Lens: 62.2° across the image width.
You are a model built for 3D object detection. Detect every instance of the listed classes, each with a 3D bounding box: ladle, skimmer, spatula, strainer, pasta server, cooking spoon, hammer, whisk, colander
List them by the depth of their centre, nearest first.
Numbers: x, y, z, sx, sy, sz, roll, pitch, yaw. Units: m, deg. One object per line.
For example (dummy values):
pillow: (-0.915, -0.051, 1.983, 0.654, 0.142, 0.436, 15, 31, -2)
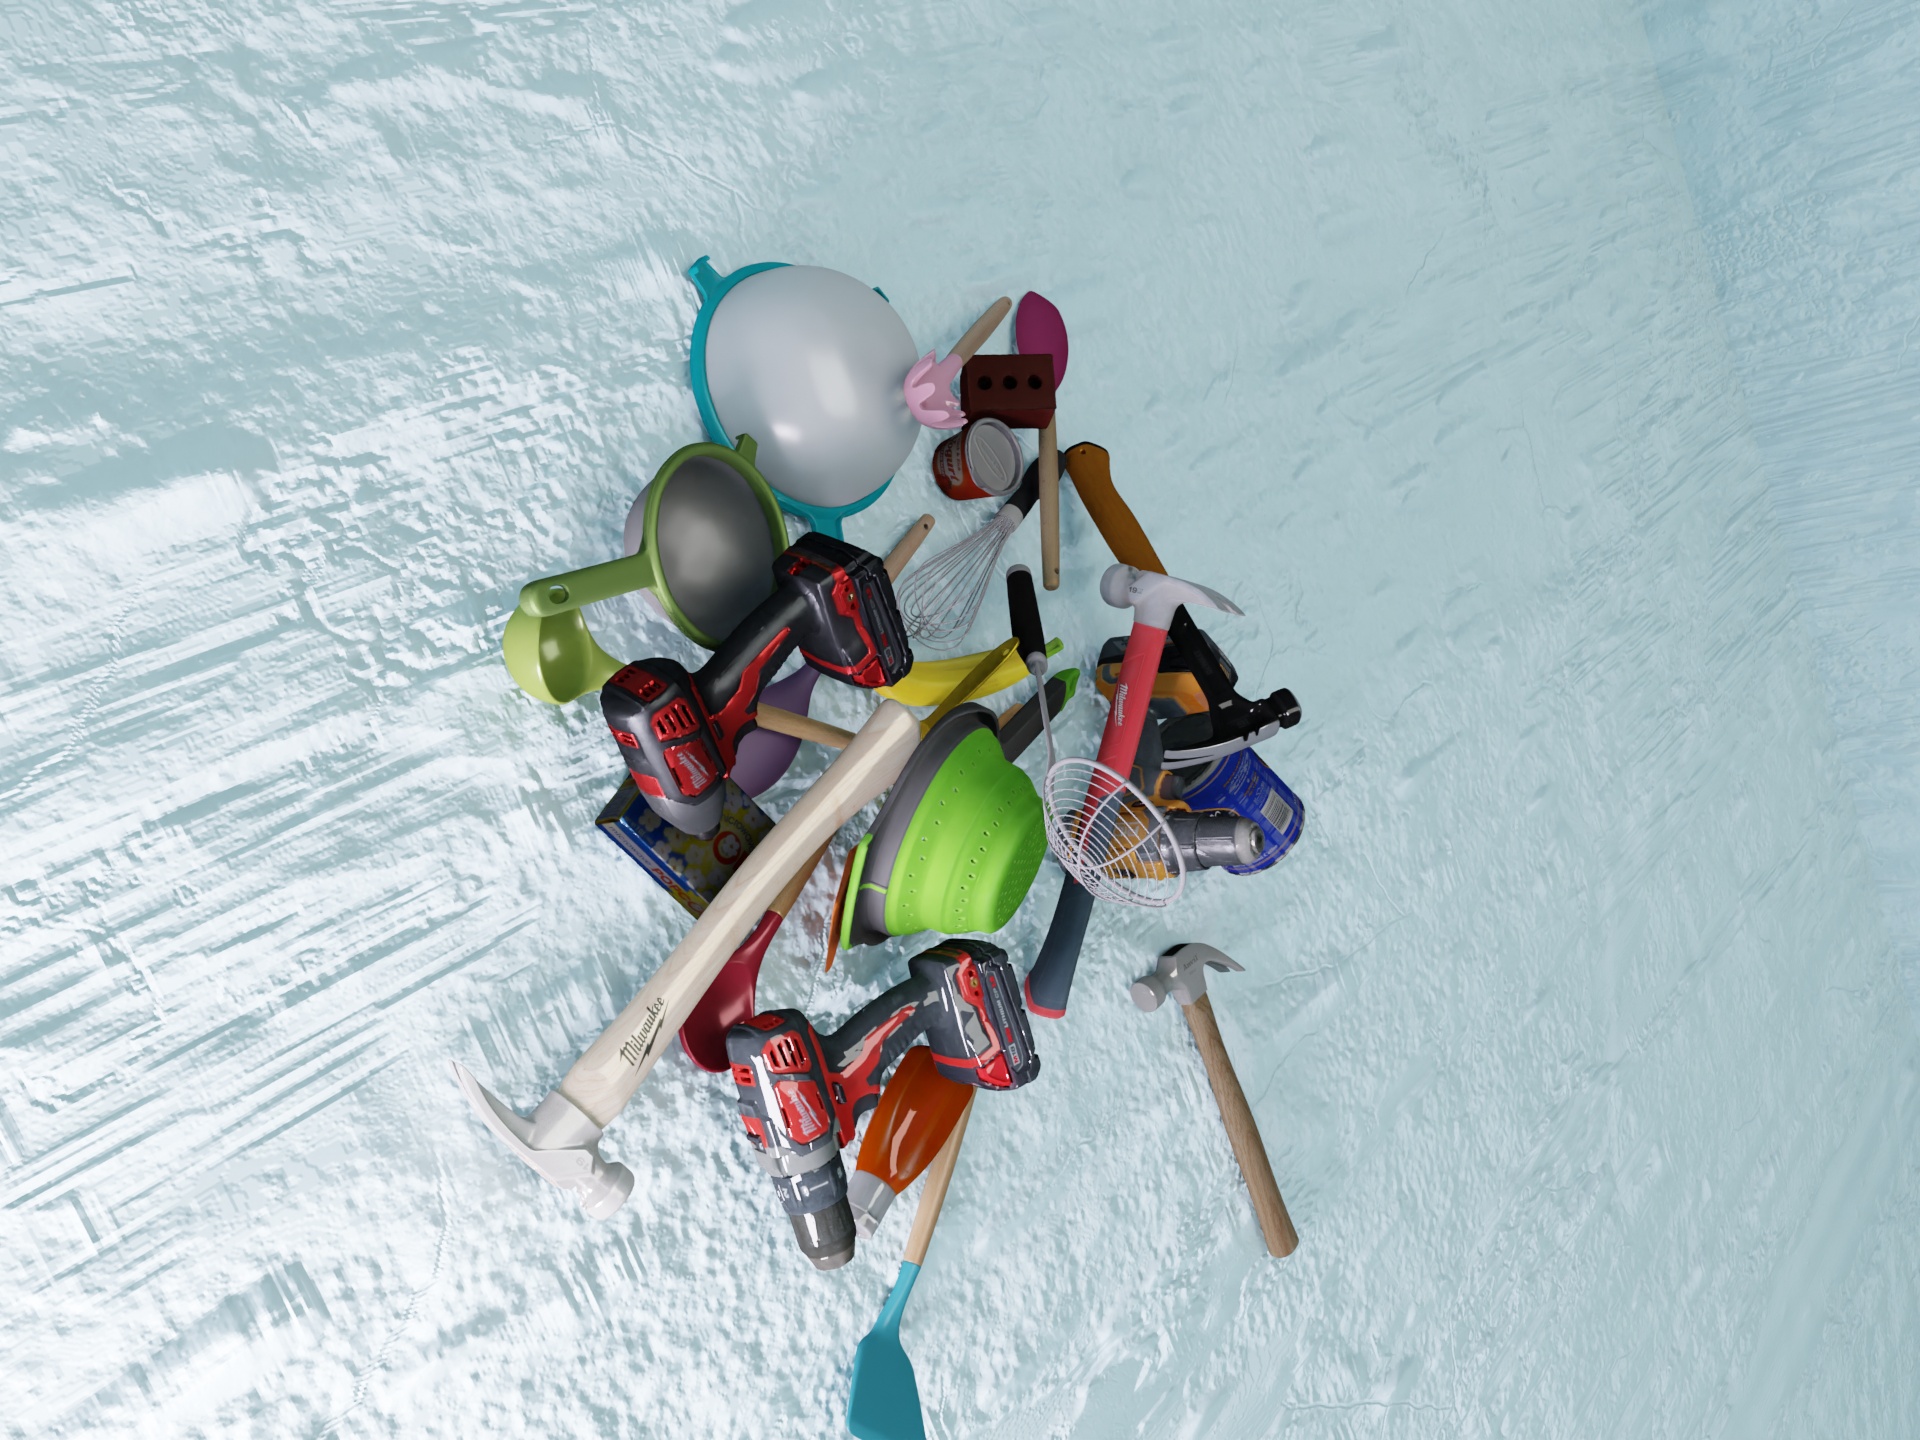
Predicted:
hammer: (-0.167, 0.132, 1.102, 0.146, 0.038, 0.411, 48, 63, -20)
strainer: (-0.222, -0.106, 1.105, 0.256, 0.069, 0.151, -27, 108, -53)
ladle: (-0.181, -0.019, 1.145, 0.320, 0.062, 0.078, 18, 68, -38)
ladle: (-0.129, 0.126, 1.203, 0.069, 0.031, 0.316, 50, 52, -29)
skimmer: (0.095, -0.008, 1.228, 0.364, 0.090, 0.127, -98, 178, -47)
strainer: (-0.089, -0.207, 1.234, 0.211, 0.095, 0.340, -3, 81, -43)
spatula: (-0.022, 0.402, 1.247, 0.082, 0.044, 0.318, 35, 60, -30)
spatula: (-0.101, -0.059, 1.263, 0.059, 0.018, 0.316, 49, 55, -23)
colander: (0.045, 0.061, 1.280, 0.397, 0.094, 0.204, -44, 152, -52)
spatula: (-0.027, 0.076, 1.293, 0.323, 0.041, 0.081, -43, 154, -42)
pasta server: (0.008, -0.307, 1.316, 0.060, 0.040, 0.316, 63, 26, -20)
hammer: (0.130, 0.069, 1.325, 0.038, 0.143, 0.386, 9, 99, -38)
whisk: (0.028, -0.156, 1.378, 0.070, 0.070, 0.285, 56, 47, -22)
hammer: (0.166, -0.113, 1.408, 0.127, 0.034, 0.337, -21, 63, -10)
cooking spoon: (0.078, -0.256, 1.424, 0.068, 0.017, 0.319, 22, 57, -37)
hammer: (0.261, 0.365, 1.527, 0.130, 0.031, 0.331, -31, 105, -41)

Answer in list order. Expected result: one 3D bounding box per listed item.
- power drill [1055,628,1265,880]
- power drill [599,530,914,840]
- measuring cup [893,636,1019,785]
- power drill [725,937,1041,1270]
power drill: (0.189, 0.035, 1.408, 0.084, 0.185, 0.226, 41, 54, -46)
power drill: (-0.140, -0.021, 1.106, 0.220, 0.079, 0.143, -42, 136, -28)
measuring cup: (-0.002, -0.004, 1.280, 0.156, 0.062, 0.029, -45, 125, 3)
power drill: (-0.053, 0.275, 1.169, 0.226, 0.080, 0.188, -21, 98, -34)
